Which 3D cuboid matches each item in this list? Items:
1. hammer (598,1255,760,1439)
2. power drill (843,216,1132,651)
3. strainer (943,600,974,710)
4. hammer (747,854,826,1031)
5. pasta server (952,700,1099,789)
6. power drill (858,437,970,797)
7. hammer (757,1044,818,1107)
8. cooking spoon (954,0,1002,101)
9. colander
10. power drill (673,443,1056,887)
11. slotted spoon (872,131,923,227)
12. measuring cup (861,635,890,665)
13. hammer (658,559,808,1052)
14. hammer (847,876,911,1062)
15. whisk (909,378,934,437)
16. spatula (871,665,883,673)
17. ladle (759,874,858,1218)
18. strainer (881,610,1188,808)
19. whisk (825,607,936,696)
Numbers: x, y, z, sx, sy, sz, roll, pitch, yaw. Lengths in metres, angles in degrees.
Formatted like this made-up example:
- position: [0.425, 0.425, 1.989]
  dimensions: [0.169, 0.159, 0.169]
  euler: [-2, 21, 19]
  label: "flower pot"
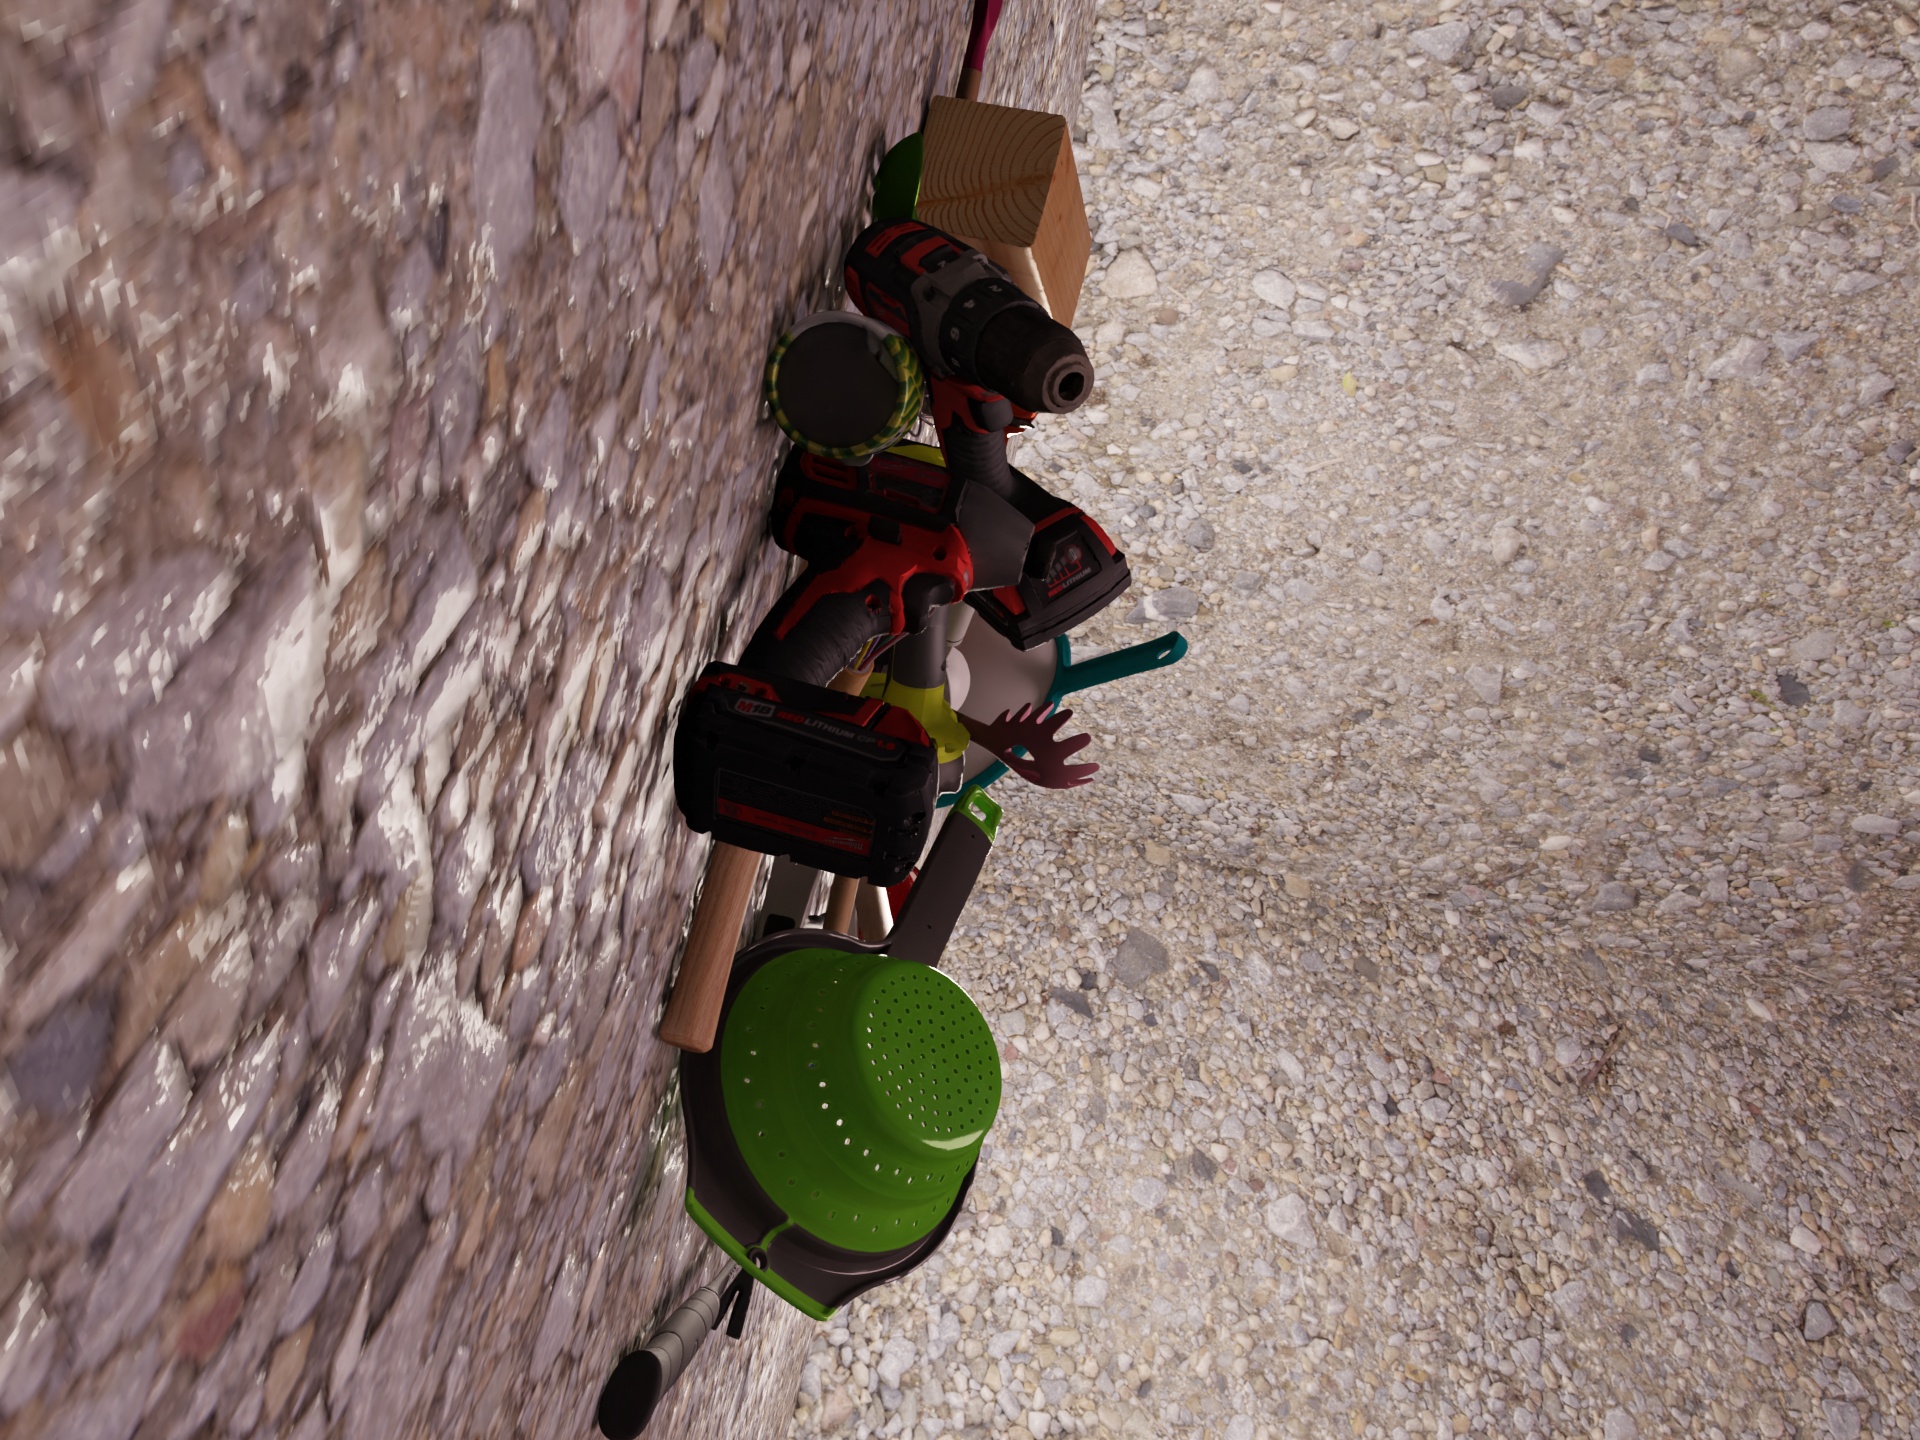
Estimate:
- position: [-0.168, 0.386, 1.050]
  dimensions: [0.409, 0.036, 0.149]
  euler: [50, 60, -84]
  label: "hammer"
- position: [0.025, -0.147, 0.853]
  dimensions: [0.188, 0.080, 0.226]
  euler: [45, -18, 45]
  label: "power drill"
- position: [-0.006, -0.061, 1.182]
  dimensions: [0.258, 0.050, 0.087]
  euler: [114, -42, -65]
  label: "strainer"
- position: [-0.116, 0.156, 1.194]
  dimensions: [0.334, 0.035, 0.146]
  euler: [83, 20, -83]
  label: "hammer"
- position: [-0.002, -0.004, 1.165]
  dimensions: [0.316, 0.040, 0.060]
  euler: [24, -43, 59]
  label: "pasta server"
- position: [-0.037, -0.074, 1.089]
  dimensions: [0.171, 0.080, 0.223]
  euler: [-127, -139, -57]
  label: "power drill"
- position: [-0.134, 0.306, 1.318]
  dimensions: [0.128, 0.033, 0.330]
  euler: [-57, 172, -25]
  label: "hammer"
- position: [0.002, -0.440, 1.141]
  dimensions: [0.069, 0.017, 0.319]
  euler: [-30, 133, -80]
  label: "cooking spoon"
- position: [-0.020, 0.152, 0.943]
  dimensions: [0.094, 0.204, 0.397]
  euler: [-35, -163, 37]
  label: "colander"
- position: [-0.040, -0.039, 0.749]
  dimensions: [0.078, 0.143, 0.220]
  euler: [103, 3, -51]
  label: "power drill"
- position: [-0.025, -0.289, 1.007]
  dimensions: [0.313, 0.031, 0.070]
  euler: [23, 74, -86]
  label: "slotted spoon"
- position: [-0.053, -0.103, 1.277]
  dimensions: [0.168, 0.038, 0.083]
  euler: [-70, 172, -57]
  label: "measuring cup"
- position: [-0.102, 0.013, 0.852]
  dimensions: [0.130, 0.031, 0.331]
  euler: [94, 9, -70]
  label: "hammer"
- position: [-0.061, 0.169, 1.196]
  dimensions: [0.411, 0.038, 0.146]
  euler: [-122, -149, -76]
  label: "hammer"
- position: [-0.029, -0.239, 1.089]
  dimensions: [0.239, 0.055, 0.055]
  euler: [-83, -176, -68]
  label: "whisk"
- position: [-0.066, -0.072, 1.382]
  dimensions: [0.316, 0.018, 0.059]
  euler: [-75, -168, -45]
  label: "spatula"
- position: [-0.082, 0.182, 1.074]
  dimensions: [0.078, 0.062, 0.320]
  euler: [128, -24, -63]
  label: "ladle"
- position: [0.031, -0.046, 1.339]
  dimensions: [0.340, 0.095, 0.211]
  euler: [-16, -138, 43]
  label: "strainer"
- position: [-0.056, -0.049, 0.996]
  dimensions: [0.245, 0.051, 0.047]
  euler: [124, -40, -58]
  label: "whisk"
